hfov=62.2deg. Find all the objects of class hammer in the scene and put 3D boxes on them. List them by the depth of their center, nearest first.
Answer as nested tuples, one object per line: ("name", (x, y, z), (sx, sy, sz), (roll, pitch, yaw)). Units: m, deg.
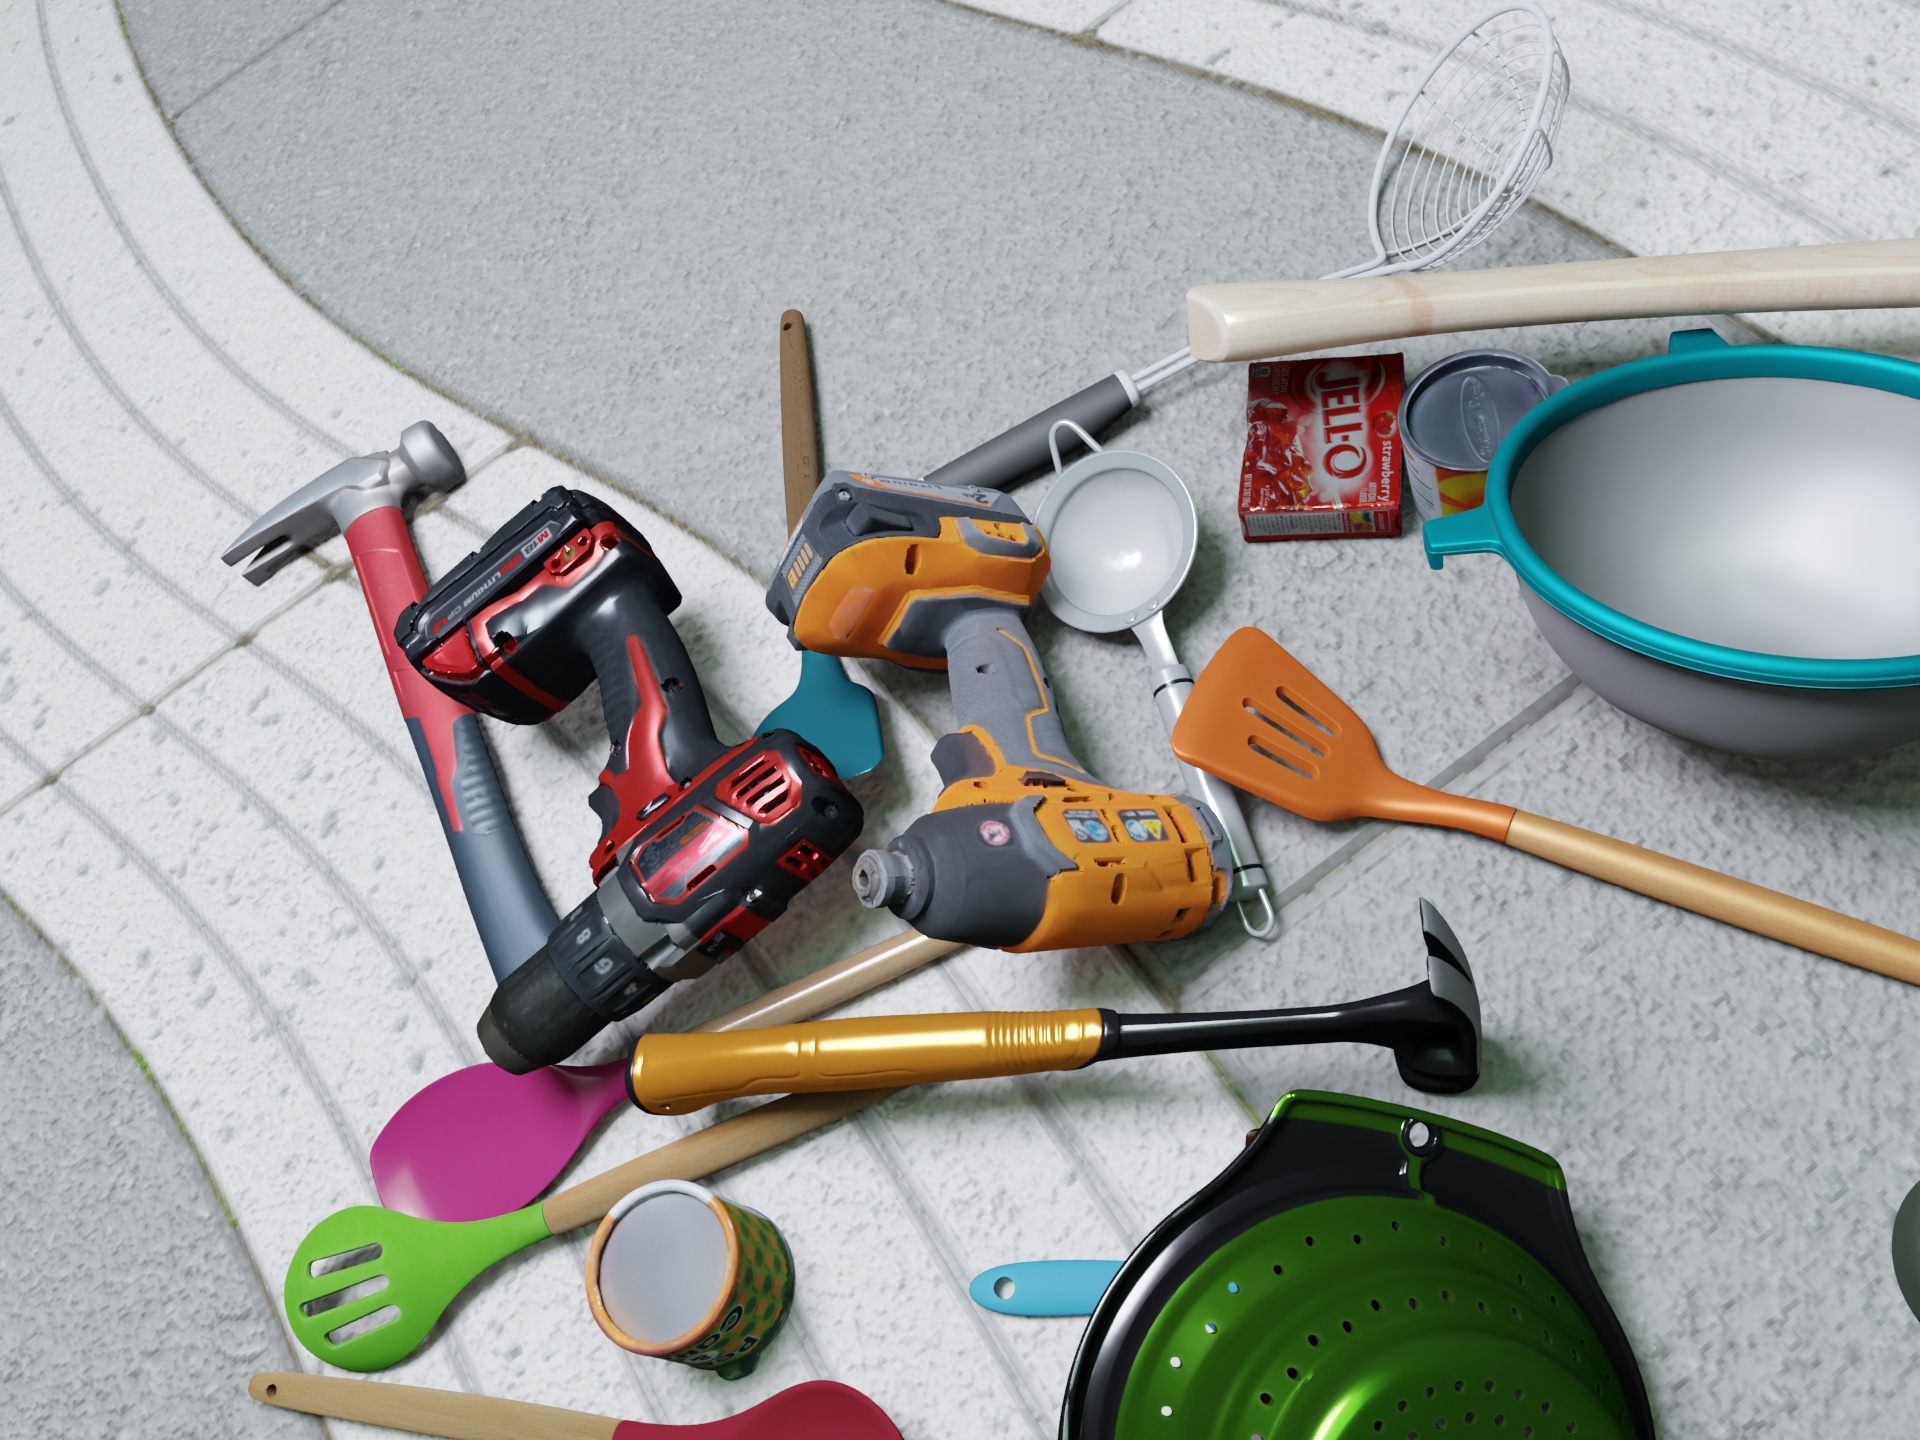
("hammer", (0.023, 0.122, 0.609), (0.337, 0.127, 0.034), (-8, 60, 16))
("hammer", (0.305, -0.187, 0.677), (0.410, 0.038, 0.146), (0, 30, 16))
("hammer", (-0.280, 0.008, 0.820), (0.143, 0.038, 0.387), (-31, 58, 2))

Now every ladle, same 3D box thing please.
("ladle", (-0.160, 0.288, 0.640), (0.315, 0.031, 0.069), (-1, 72, 20))

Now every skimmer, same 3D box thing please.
("skimmer", (0.123, -0.215, 0.771), (0.363, 0.090, 0.127), (-28, 31, 5))

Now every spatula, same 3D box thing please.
("spatula", (0.242, 0.045, 0.624), (0.323, 0.041, 0.081), (20, 55, 25))
("spatula", (-0.081, -0.094, 0.803), (0.082, 0.044, 0.318), (-16, 59, 16))

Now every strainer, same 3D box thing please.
("strainer", (0.352, -0.025, 0.571), (0.211, 0.095, 0.341), (-35, 47, -25))
("strainer", (0.092, -0.023, 0.712), (0.087, 0.050, 0.259), (-29, 62, 25))

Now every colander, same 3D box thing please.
("colander", (0.117, 0.314, 0.463), (0.204, 0.094, 0.397), (15, 77, -4))

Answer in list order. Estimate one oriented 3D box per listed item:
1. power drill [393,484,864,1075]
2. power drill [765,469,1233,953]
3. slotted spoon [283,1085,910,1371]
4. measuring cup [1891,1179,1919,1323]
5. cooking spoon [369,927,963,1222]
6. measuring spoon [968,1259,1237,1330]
("power drill", (-0.168, 0.026, 0.709), (0.188, 0.080, 0.227), (-40, 61, 3))
("power drill", (-0.001, -0.002, 0.665), (0.084, 0.164, 0.227), (-56, 48, 37))
("slotted spoon", (-0.153, 0.201, 0.681), (0.314, 0.031, 0.070), (-23, 80, 3))
("measuring cup", (0.381, 0.202, 0.496), (0.083, 0.038, 0.168), (-45, 57, -8))
("cooking spoon", (-0.117, 0.145, 0.704), (0.319, 0.017, 0.069), (-25, 78, 4))
("measuring spoon", (0.064, 0.214, 0.605), (0.128, 0.021, 0.042), (-7, 62, 13))
